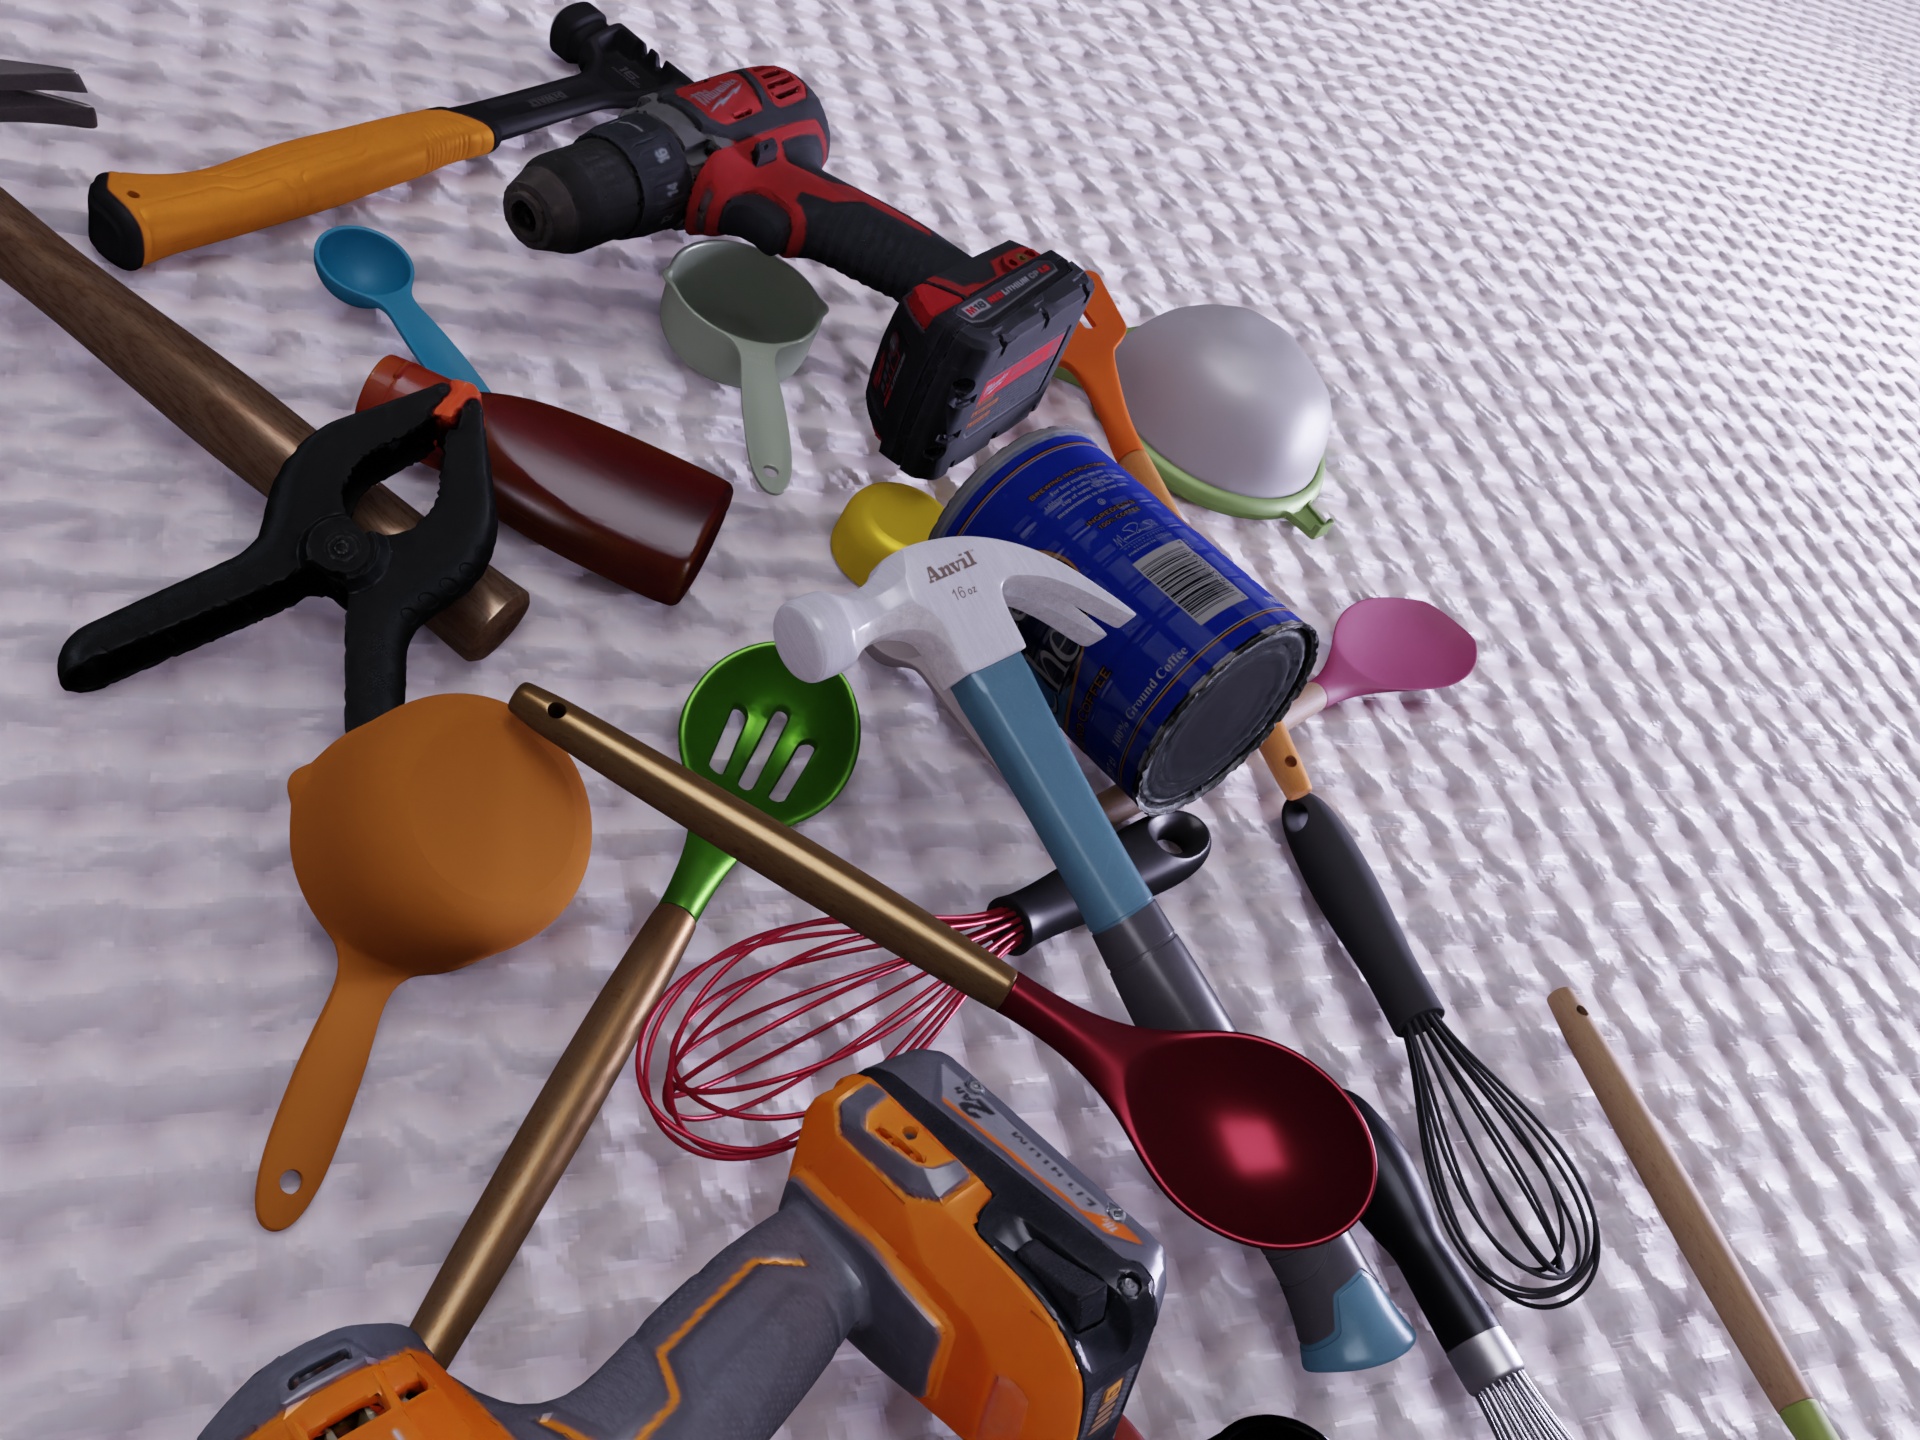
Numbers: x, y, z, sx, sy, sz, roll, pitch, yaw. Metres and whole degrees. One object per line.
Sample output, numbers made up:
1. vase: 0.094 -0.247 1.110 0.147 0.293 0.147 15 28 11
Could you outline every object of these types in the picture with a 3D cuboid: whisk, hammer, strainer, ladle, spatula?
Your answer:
1. whisk: 0.187 0.125 0.656 0.055 0.055 0.239 1 48 -27
2. hammer: -0.302 -0.138 0.610 0.331 0.031 0.130 38 66 0
3. hammer: 0.063 0.082 0.565 0.128 0.033 0.331 -27 86 -35
4. hammer: -0.254 -0.274 0.766 0.127 0.034 0.337 40 46 10
5. strainer: 0.102 -0.201 0.866 0.256 0.069 0.152 17 47 -17
6. whisk: 0.199 0.252 0.548 0.070 0.070 0.285 -4 50 -31
7. whisk: 0.005 0.082 0.588 0.296 0.073 0.073 -19 63 -45
8. ladle: -0.008 0.074 0.511 0.315 0.031 0.069 32 57 -2
9. ladle: 0.304 0.247 0.622 0.078 0.062 0.321 4 45 -23
10. spatula: 0.092 -0.102 0.772 0.081 0.041 0.323 -18 69 -13

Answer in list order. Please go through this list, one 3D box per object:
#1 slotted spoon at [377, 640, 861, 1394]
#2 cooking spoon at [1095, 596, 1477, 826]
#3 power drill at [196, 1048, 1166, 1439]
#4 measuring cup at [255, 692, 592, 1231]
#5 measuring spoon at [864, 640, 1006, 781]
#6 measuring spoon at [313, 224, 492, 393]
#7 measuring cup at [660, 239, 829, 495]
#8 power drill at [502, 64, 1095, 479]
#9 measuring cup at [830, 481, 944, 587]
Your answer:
1. slotted spoon: -0.110 0.086 0.542 0.070 0.031 0.314 28 47 -4
2. cooking spoon: 0.155 -0.004 0.763 0.319 0.017 0.069 -24 58 -40
3. power drill: -0.050 0.189 0.405 0.226 0.084 0.164 -20 43 -41
4. measuring cup: -0.170 0.069 0.491 0.095 0.052 0.174 36 48 -32
5. measuring spoon: -0.001 -0.002 0.686 0.124 0.018 0.034 49 47 7
6. measuring spoon: -0.238 -0.162 0.697 0.042 0.021 0.128 -32 81 -43
7. measuring cup: -0.101 -0.158 0.747 0.083 0.038 0.168 6 53 -24
8. power drill: -0.074 -0.210 0.726 0.227 0.080 0.188 38 45 10
9. measuring cup: 0.013 -0.091 0.753 0.156 0.029 0.062 -10 58 -31
